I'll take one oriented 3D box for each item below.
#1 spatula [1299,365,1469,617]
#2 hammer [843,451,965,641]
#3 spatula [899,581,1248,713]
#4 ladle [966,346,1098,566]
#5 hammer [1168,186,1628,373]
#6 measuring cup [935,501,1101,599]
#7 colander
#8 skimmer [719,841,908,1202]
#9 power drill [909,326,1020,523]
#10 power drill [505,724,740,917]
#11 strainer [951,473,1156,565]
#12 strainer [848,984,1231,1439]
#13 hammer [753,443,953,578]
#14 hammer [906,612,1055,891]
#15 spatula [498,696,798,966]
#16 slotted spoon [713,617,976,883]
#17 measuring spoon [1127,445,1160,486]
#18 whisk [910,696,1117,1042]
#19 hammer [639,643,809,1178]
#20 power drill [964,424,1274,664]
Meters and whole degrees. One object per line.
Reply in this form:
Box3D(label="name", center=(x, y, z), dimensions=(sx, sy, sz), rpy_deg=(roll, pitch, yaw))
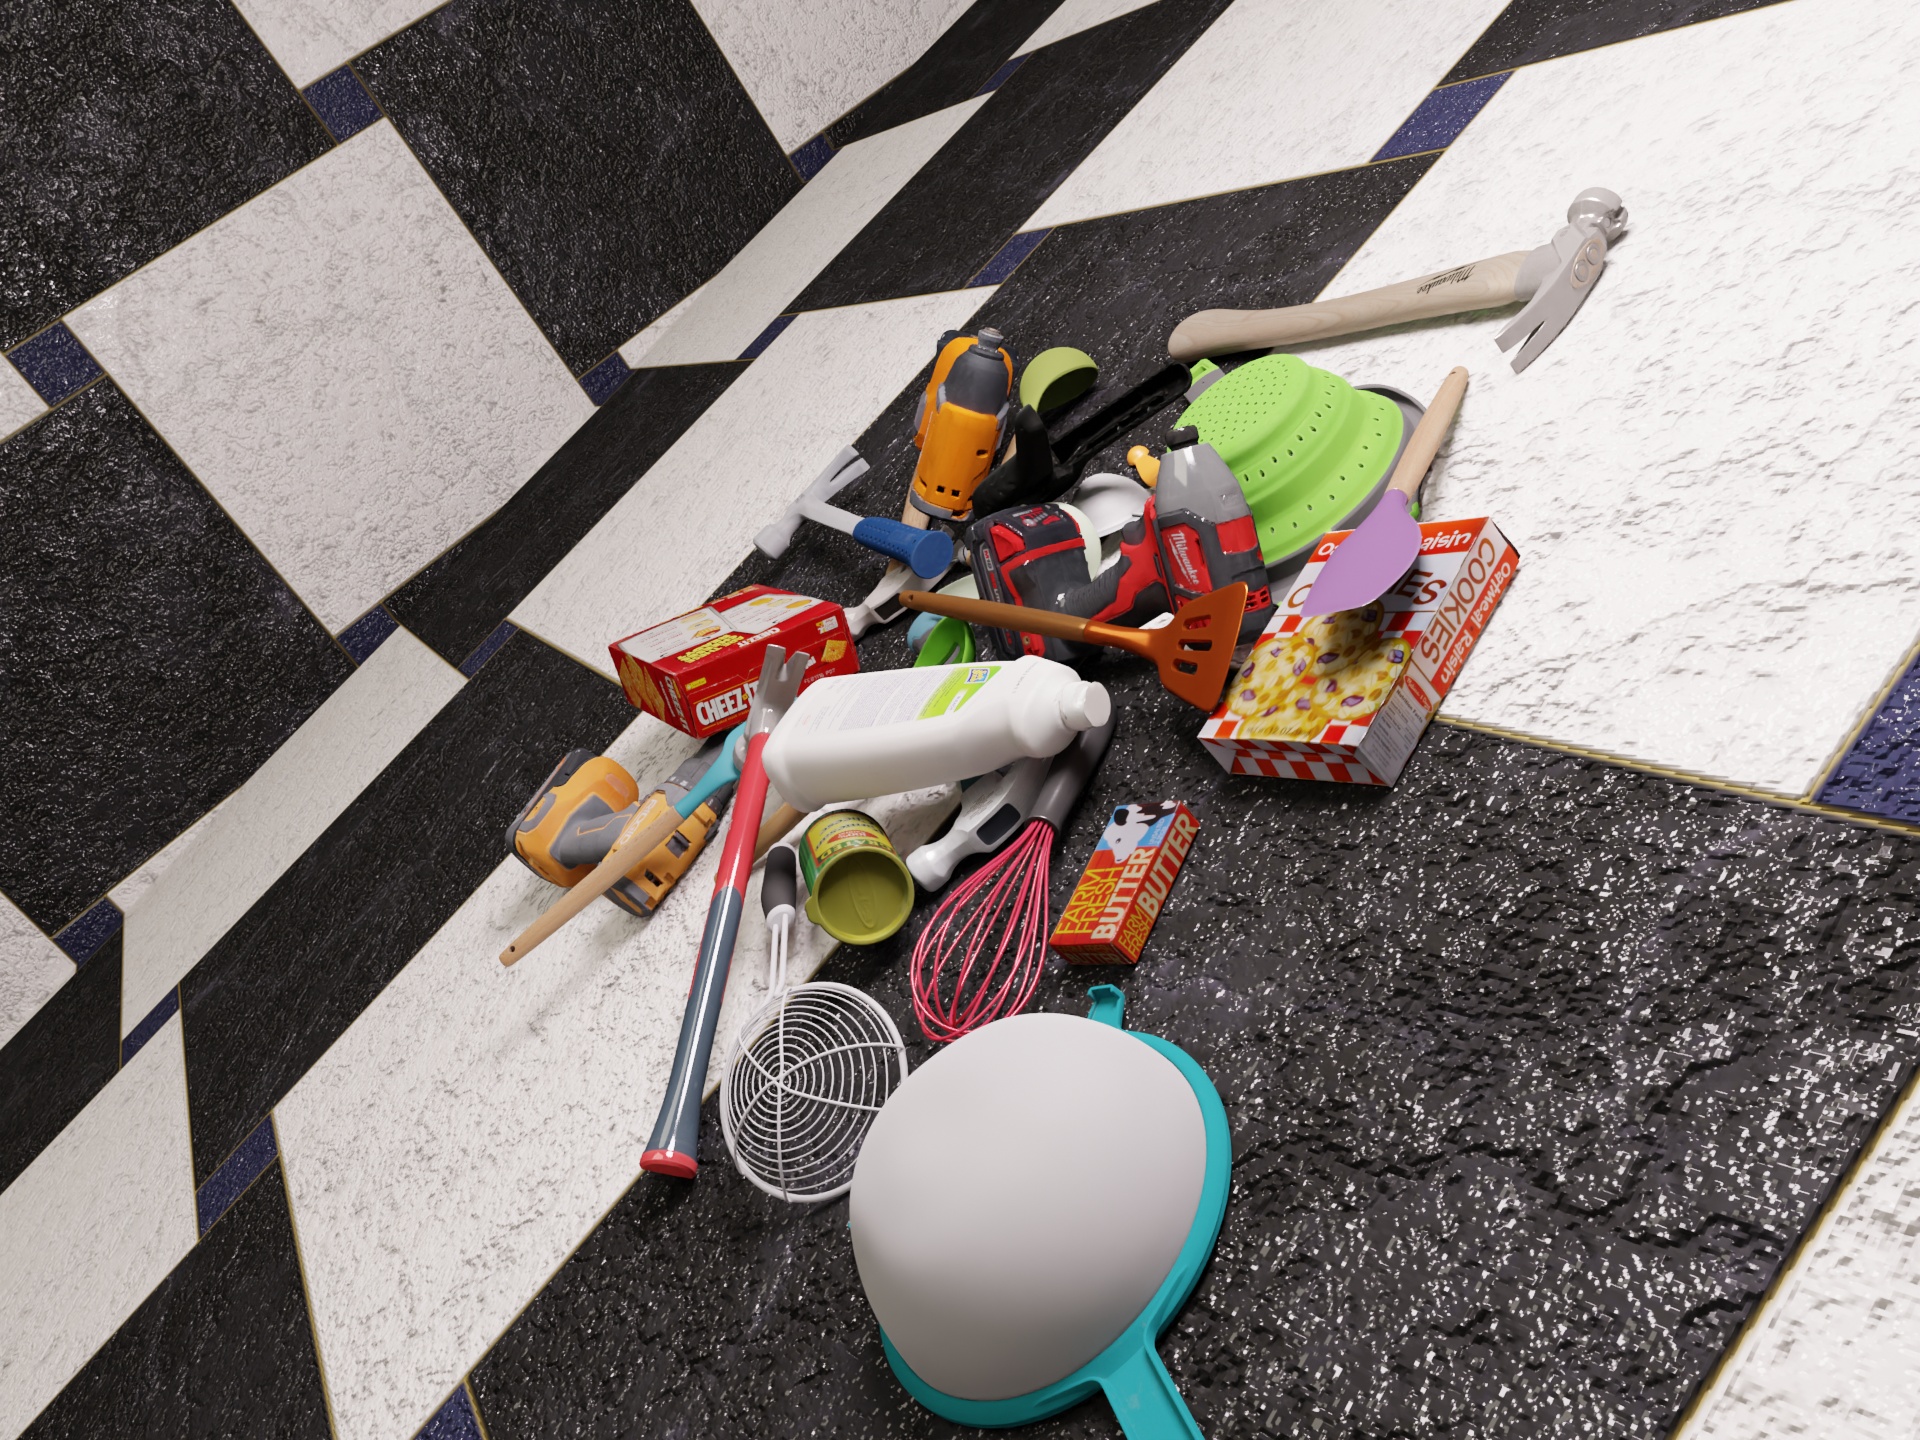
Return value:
Box3D(label="spatula", center=(0.272, -0.146, 0.964), dimensions=(0.060, 0.018, 0.316), rpy_deg=(-11, 28, 36))
Box3D(label="hammer", center=(-0.039, -0.204, 1.528), dimensions=(0.130, 0.031, 0.332), rpy_deg=(-28, 30, 29))
Box3D(label="spatula", center=(0.063, -0.065, 1.051), dimensions=(0.323, 0.041, 0.081), rpy_deg=(14, 87, 45))
Box3D(label="ladle", center=(0.059, -0.229, 1.389), dimensions=(0.078, 0.062, 0.320), rpy_deg=(-34, 25, 40))
Box3D(label="hammer", center=(0.296, -0.305, 1.215), dimensions=(0.146, 0.038, 0.411), rpy_deg=(-54, 28, -17))
Box3D(label="measuring cup", center=(0.041, -0.118, 1.253), dimensions=(0.167, 0.083, 0.038), rpy_deg=(-21, 3, 42))
Box3D(label="colander", center=(0.199, -0.220, 1.155), dimensions=(0.204, 0.094, 0.397), rpy_deg=(-37, 27, 13))
Box3D(label="skimmer", center=(-0.102, 0.178, 1.062), dimensions=(0.127, 0.090, 0.363), rpy_deg=(-40, 17, 7))
Box3D(label="power drill", center=(0.007, -0.283, 1.423), dimensions=(0.227, 0.084, 0.164), rpy_deg=(-86, 12, -67))
Box3D(label="power drill", center=(-0.289, 0.076, 1.413), dimensions=(0.226, 0.084, 0.185), rpy_deg=(3, 52, 50))
Box3D(label="strainer", center=(0.071, -0.160, 1.309), dimensions=(0.258, 0.050, 0.087), rpy_deg=(-13, 24, 50))
Box3D(label="strainer", center=(0.035, 0.239, 0.709), dimensions=(0.211, 0.095, 0.341), rpy_deg=(-42, 25, 1))
Box3D(label="hammer", center=(-0.092, -0.187, 1.502), dimensions=(0.144, 0.035, 0.406), rpy_deg=(-47, 25, -5))
Box3D(label="hammer", center=(-0.002, -0.004, 1.184), dimensions=(0.128, 0.033, 0.331), rpy_deg=(-39, 27, 11))
Box3D(label="spatula", center=(-0.242, 0.096, 1.288), dimensions=(0.317, 0.044, 0.082), rpy_deg=(-40, 64, -3))
Box3D(label="slotted spoon", center=(-0.090, 0.033, 1.208), dimensions=(0.313, 0.031, 0.070), rpy_deg=(-43, 40, 25))
Box3D(label="measuring spoon", center=(0.150, -0.206, 1.277), dimensions=(0.021, 0.011, 0.117), rpy_deg=(-38, 18, 9))
Box3D(label="whisk", center=(0.043, 0.081, 0.979), dimensions=(0.073, 0.073, 0.296), rpy_deg=(-19, 29, 40))
Box3D(label="hammer", center=(-0.162, 0.127, 1.112), dimensions=(0.143, 0.038, 0.387), rpy_deg=(115, 166, -50))
Box3D(label="power drill", center=(0.107, -0.110, 1.071), dimensions=(0.078, 0.143, 0.220), rpy_deg=(-20, 8, -38))
